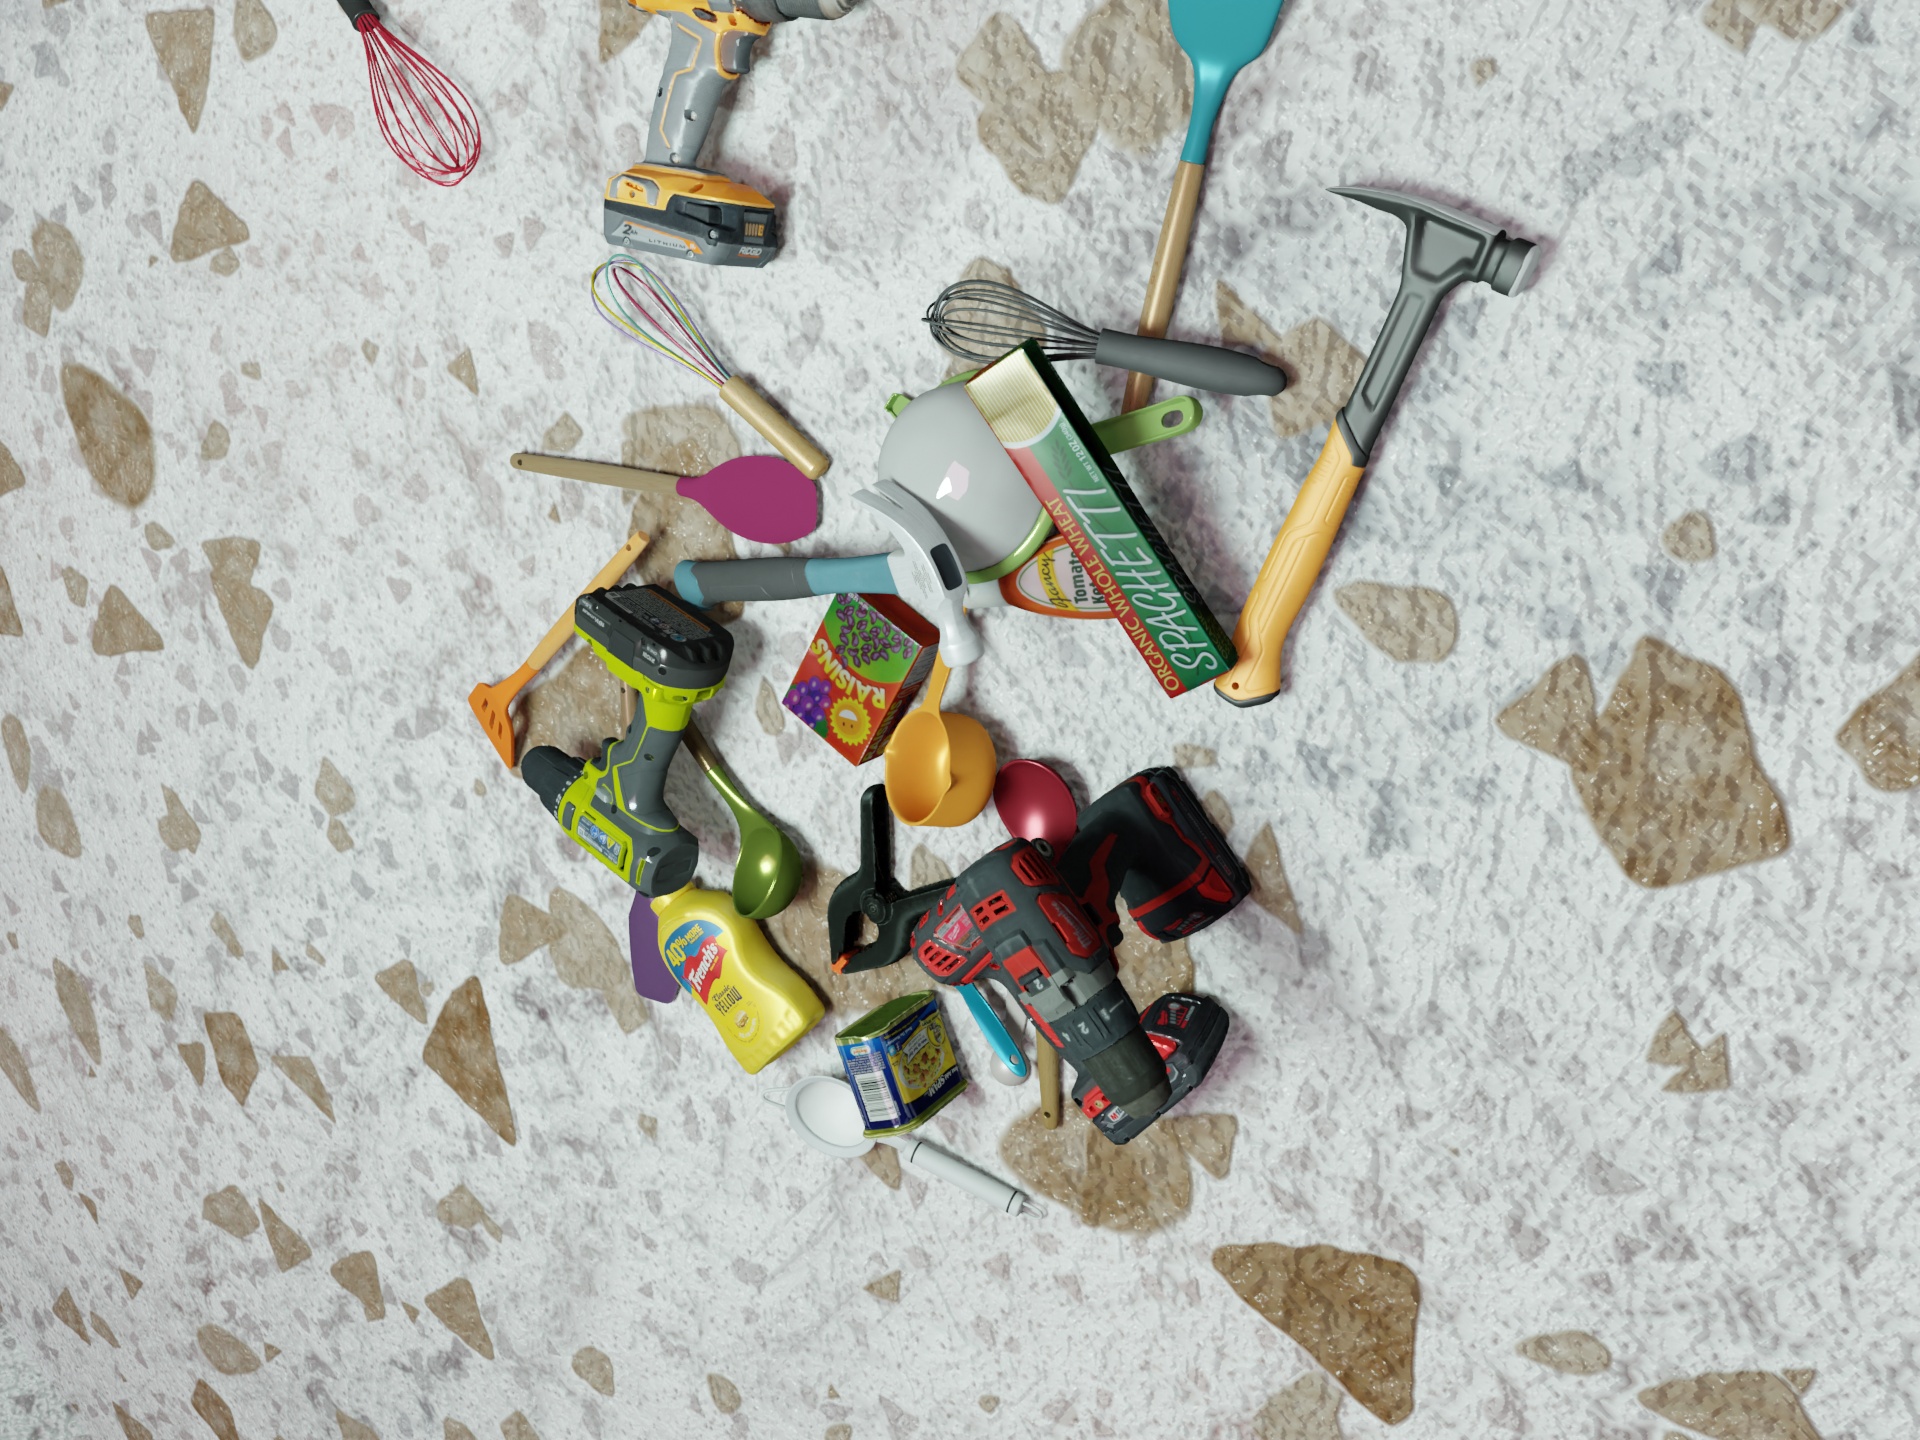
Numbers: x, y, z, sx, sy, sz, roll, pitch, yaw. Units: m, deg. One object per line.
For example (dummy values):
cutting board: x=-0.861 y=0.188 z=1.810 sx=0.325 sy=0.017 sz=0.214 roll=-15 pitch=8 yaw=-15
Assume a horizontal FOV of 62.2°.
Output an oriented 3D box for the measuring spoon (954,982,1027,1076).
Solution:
measuring spoon: x=0.019 y=0.222 z=1.255 sx=0.042 sy=0.021 sz=0.129 roll=-38 pitch=81 yaw=34

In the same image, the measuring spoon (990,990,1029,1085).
measuring spoon: x=0.040 y=0.235 z=1.252 sx=0.034 sy=0.018 sz=0.124 roll=16 pitch=113 yaw=27

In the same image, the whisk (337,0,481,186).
whisk: x=-0.477 y=-0.556 z=1.298 sx=0.073 sy=0.073 sz=0.296 roll=-40 pitch=77 yaw=35

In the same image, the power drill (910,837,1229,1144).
power drill: x=0.080 y=0.188 z=1.154 sx=0.219 sy=0.078 sz=0.143 roll=42 pitch=123 yaw=3

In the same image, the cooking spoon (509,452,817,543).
cooking spoon: x=-0.246 y=-0.194 z=1.292 sx=0.319 sy=0.017 sz=0.068 roll=12 pitch=111 yaw=28

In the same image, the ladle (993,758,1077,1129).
ladle: x=0.064 y=0.174 z=1.213 sx=0.069 sy=0.031 sz=0.315 roll=8 pitch=111 yaw=30

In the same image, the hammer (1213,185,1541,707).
hammer: x=0.228 y=-0.158 z=0.997 sx=0.127 sy=0.034 sz=0.336 roll=30 pitch=119 yaw=20

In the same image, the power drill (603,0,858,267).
power drill: x=-0.164 y=-0.441 z=1.126 sx=0.185 sy=0.084 sz=0.226 roll=18 pitch=110 yaw=25

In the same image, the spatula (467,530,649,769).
spatula: x=-0.352 y=-0.065 z=1.383 sx=0.322 sy=0.041 sz=0.081 roll=-40 pitch=79 yaw=35

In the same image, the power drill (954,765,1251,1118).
power drill: x=0.109 y=0.140 z=1.050 sx=0.080 sy=0.226 sz=0.188 roll=-37 pitch=84 yaw=35

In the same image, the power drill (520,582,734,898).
power drill: x=-0.279 y=0.008 z=1.300 sx=0.191 sy=0.080 sz=0.228 roll=33 pitch=118 yaw=29

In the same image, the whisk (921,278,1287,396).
whisk: x=0.091 y=-0.239 z=1.020 sx=0.239 sy=0.055 sz=0.055 roll=13 pitch=114 yaw=8

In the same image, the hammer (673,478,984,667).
hammer: x=-0.113 y=-0.104 z=1.172 sx=0.331 sy=0.033 sz=0.128 roll=3 pitch=117 yaw=49

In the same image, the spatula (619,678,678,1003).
spatula: x=-0.281 y=0.109 z=1.412 sx=0.060 sy=0.018 sz=0.315 roll=9 pitch=111 yaw=29

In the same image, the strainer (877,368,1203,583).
strainer: x=0.036 y=-0.179 z=1.063 sx=0.256 sy=0.069 sz=0.151 roll=-10 pitch=82 yaw=37

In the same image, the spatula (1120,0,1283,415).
spatula: x=0.135 y=-0.323 z=0.996 sx=0.082 sy=0.044 sz=0.317 roll=17 pitch=116 yaw=13

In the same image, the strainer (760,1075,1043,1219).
strainer: x=-0.046 y=0.357 z=1.334 sx=0.258 sy=0.050 sz=0.086 roll=23 pitch=122 yaw=18

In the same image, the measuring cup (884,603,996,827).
measuring cup: x=-0.002 y=-0.004 z=1.180 sx=0.095 sy=0.052 sz=0.173 roll=24 pitch=101 yaw=55

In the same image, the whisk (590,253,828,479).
whisk: x=-0.190 y=-0.274 z=1.220 sx=0.245 sy=0.047 sz=0.051 roll=43 pitch=122 yaw=8

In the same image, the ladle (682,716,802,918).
ladle: x=-0.230 y=0.023 z=1.331 sx=0.078 sy=0.062 sz=0.320 roll=-39 pitch=80 yaw=40
